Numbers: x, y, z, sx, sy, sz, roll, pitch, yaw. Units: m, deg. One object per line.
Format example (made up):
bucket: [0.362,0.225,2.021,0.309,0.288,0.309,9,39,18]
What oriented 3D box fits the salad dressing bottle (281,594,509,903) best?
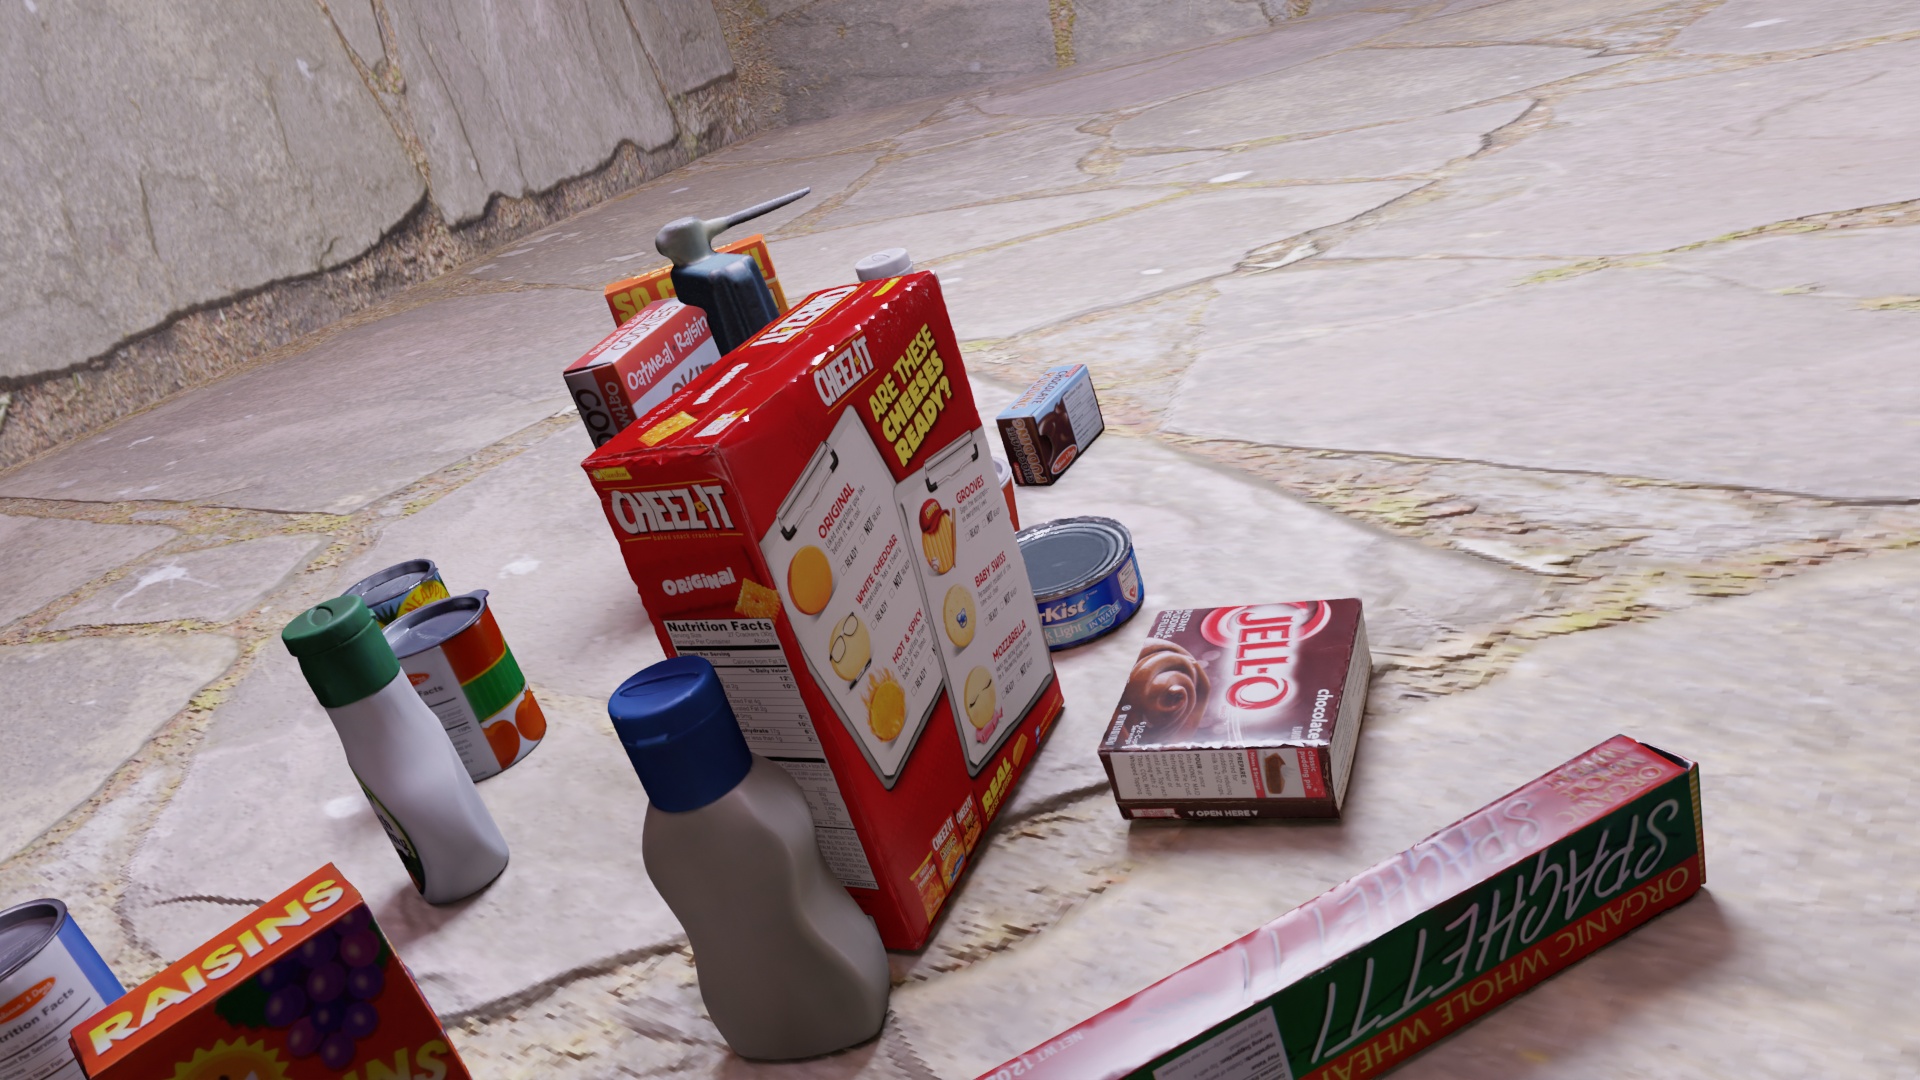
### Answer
salad dressing bottle: [-0.257,0.096,0.634,0.044,0.147,0.064,-29,26,-23]

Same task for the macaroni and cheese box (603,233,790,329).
macaroni and cheese box: [-0.178,-0.131,1.045,0.124,0.165,0.040,-20,23,-3]

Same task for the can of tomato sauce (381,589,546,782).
can of tomato sauce: [-0.272,0.080,0.759,0.071,0.082,0.071,-15,24,7]

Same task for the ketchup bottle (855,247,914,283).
ketchup bottle: [-0.030,-0.122,0.941,0.043,0.148,0.065,-25,24,-15]

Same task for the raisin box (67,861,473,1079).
raisin box: [-0.207,0.180,0.445,0.086,0.123,0.040,-34,28,-31]

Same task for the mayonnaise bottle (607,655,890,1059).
mayonnaise bottle: [-0.074,0.109,0.471,0.065,0.147,0.041,-13,24,13]

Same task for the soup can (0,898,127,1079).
soup can: [-0.383,0.201,0.575,0.071,0.083,0.071,-15,24,7]

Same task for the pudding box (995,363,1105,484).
pudding box: [0.059,-0.076,0.899,0.030,0.049,0.084,-2,29,34]

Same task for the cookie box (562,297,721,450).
cookie box: [-0.178,-0.057,0.883,0.040,0.166,0.123,-10,25,20]

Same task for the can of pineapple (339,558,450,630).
can of pineapple: [-0.366,0.053,0.917,0.071,0.057,0.071,-15,24,7]

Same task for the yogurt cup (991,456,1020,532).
yogurt cup: [0.003,-0.010,0.791,0.072,0.053,0.073,-15,24,7]

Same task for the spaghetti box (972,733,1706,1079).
spaghetti box: [0.112,0.132,0.409,0.251,0.050,0.029,-24,24,-12]

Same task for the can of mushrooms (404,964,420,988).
can of mushrooms: [-0.238,0.200,0.537,0.071,0.033,0.071,-15,24,7]
